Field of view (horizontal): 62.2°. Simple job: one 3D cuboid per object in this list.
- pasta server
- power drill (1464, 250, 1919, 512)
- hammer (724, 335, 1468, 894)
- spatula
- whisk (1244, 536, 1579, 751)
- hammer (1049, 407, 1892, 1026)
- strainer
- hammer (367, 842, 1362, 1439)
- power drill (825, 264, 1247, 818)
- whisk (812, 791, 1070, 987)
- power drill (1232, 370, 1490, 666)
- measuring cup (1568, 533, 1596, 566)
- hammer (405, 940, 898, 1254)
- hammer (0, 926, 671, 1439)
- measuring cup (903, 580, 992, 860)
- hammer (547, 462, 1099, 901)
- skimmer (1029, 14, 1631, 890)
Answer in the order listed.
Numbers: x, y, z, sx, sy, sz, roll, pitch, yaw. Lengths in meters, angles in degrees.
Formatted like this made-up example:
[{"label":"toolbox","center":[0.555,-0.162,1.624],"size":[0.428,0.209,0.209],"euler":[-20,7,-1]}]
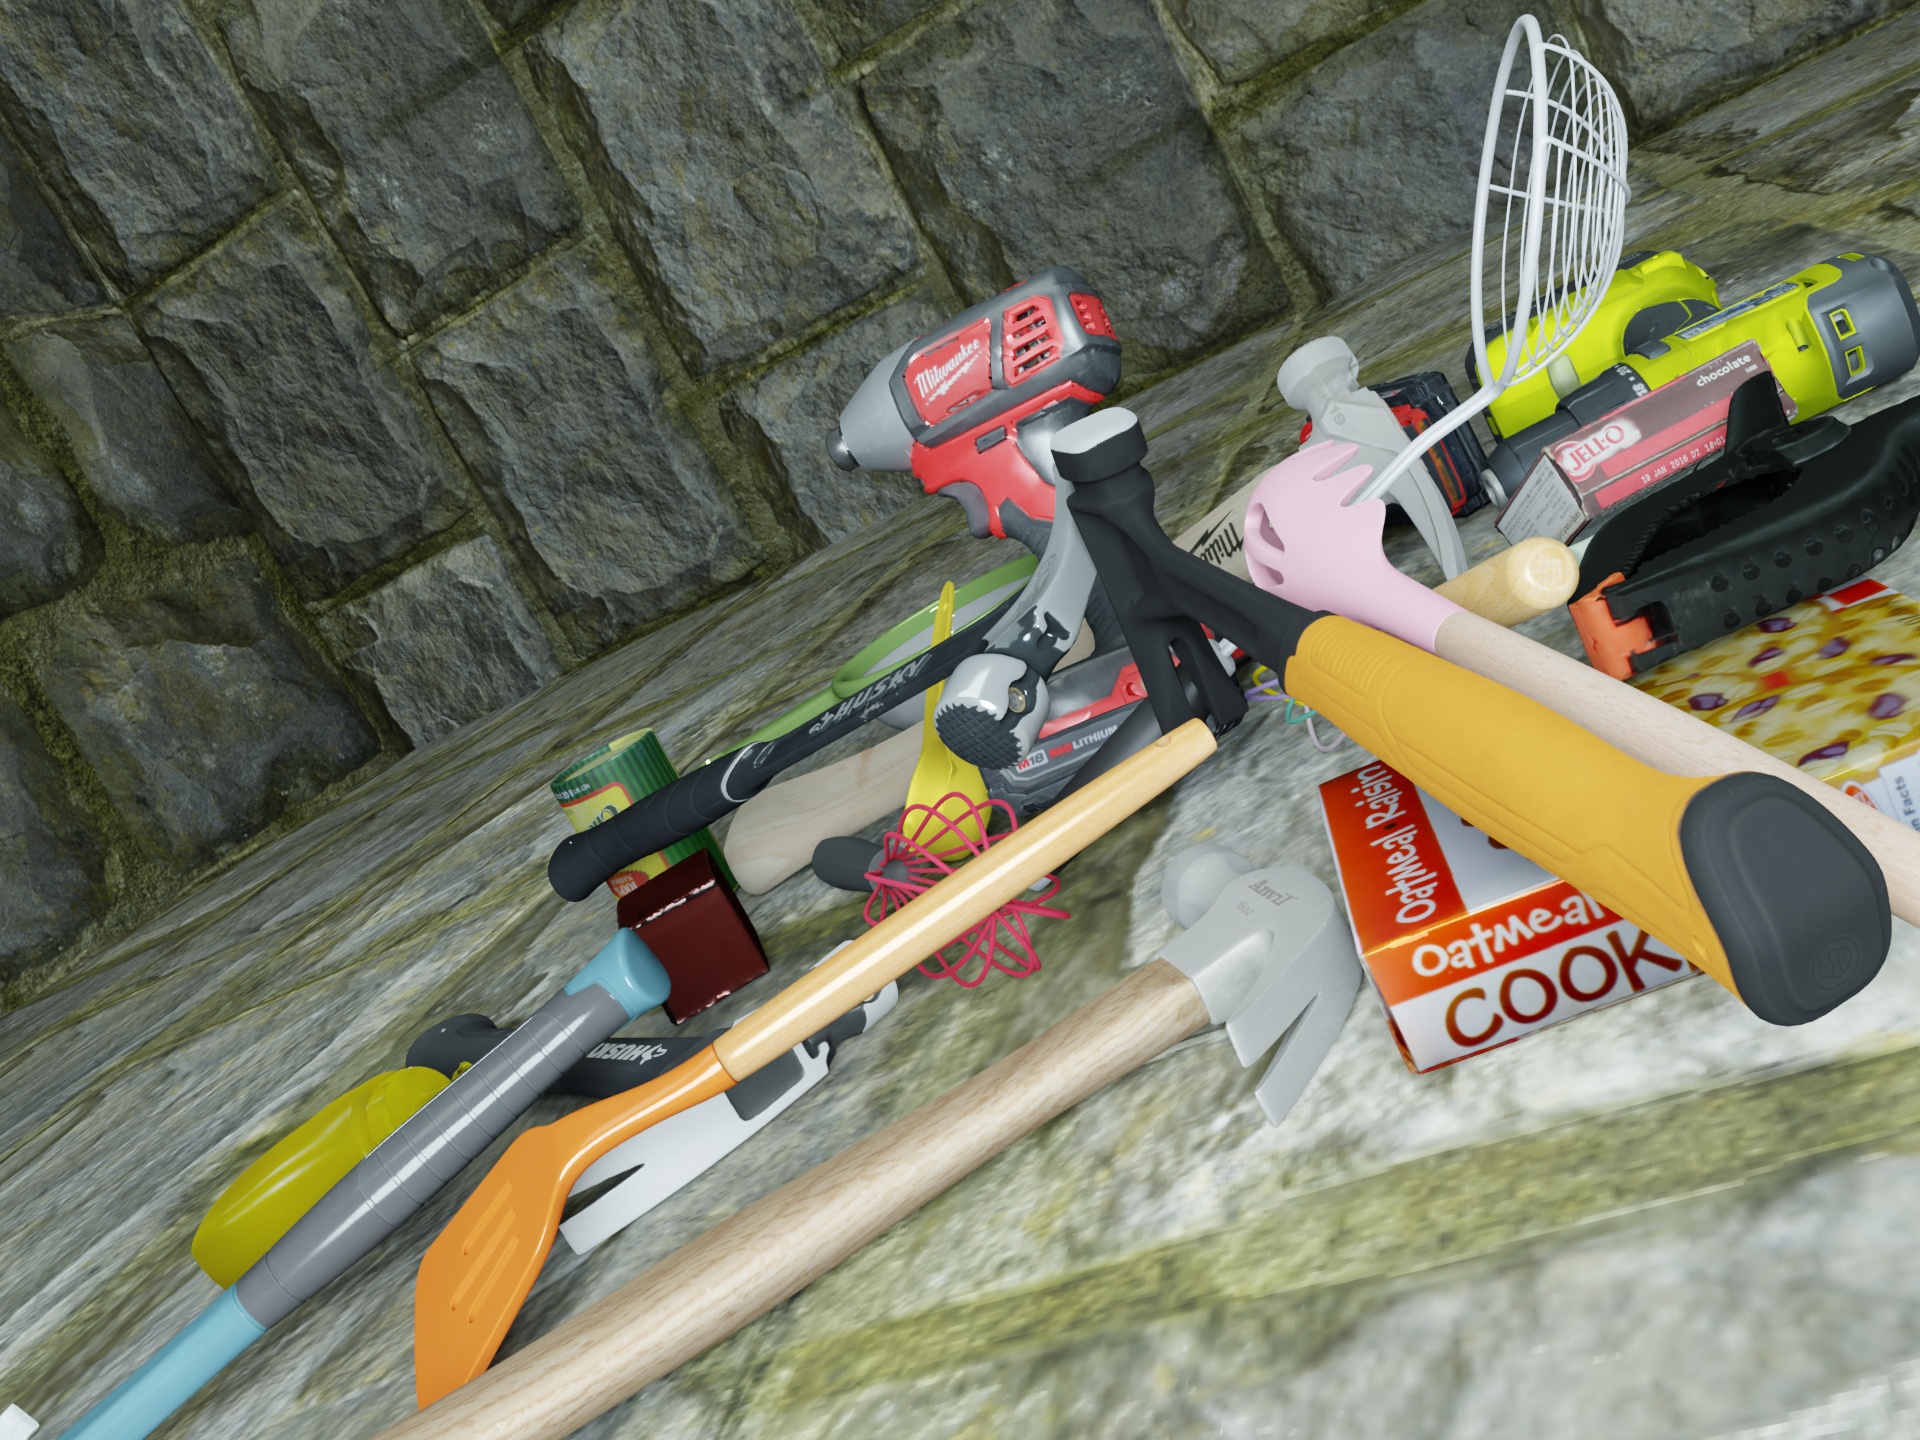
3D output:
[{"label":"pasta server","center":[0.150,-0.014,0.408],"size":[0.040,0.060,0.316],"euler":[-11,24,-15]},{"label":"power drill","center":[0.340,-0.173,0.812],"size":[0.190,0.080,0.229],"euler":[-25,15,11]},{"label":"hammer","center":[0.047,-0.015,0.793],"size":[0.410,0.146,0.038],"euler":[-33,-25,20]},{"label":"spatula","center":[-0.050,0.100,0.506],"size":[0.322,0.041,0.081],"euler":[-34,30,-4]},{"label":"whisk","center":[0.155,-0.026,0.559],"size":[0.051,0.047,0.245],"euler":[-44,-2,-9]},{"label":"hammer","center":[0.107,-0.004,0.425],"size":[0.034,0.127,0.337],"euler":[-27,22,-6]},{"label":"strainer","center":[-0.040,-0.005,0.925],"size":[0.256,0.069,0.151],"euler":[-31,12,8]},{"label":"hammer","center":[-0.031,0.137,0.450],"size":[0.331,0.031,0.130],"euler":[-30,12,-9]},{"label":"power drill","center":[0.030,-0.076,0.718],"size":[0.143,0.220,0.078],"euler":[-22,-1,25]},{"label":"whisk","center":[-0.024,0.065,0.668],"size":[0.073,0.073,0.296],"euler":[-31,6,-15]},{"label":"power drill","center":[0.166,-0.100,0.903],"size":[0.226,0.080,0.188],"euler":[-34,13,-15]},{"label":"measuring cup","center":[0.290,-0.069,0.592],"size":[0.167,0.038,0.083],"euler":[-28,11,-34]},{"label":"hammer","center":[-0.173,0.153,0.690],"size":[0.146,0.035,0.335],"euler":[-36,14,-36]},{"label":"hammer","center":[-0.233,0.193,0.550],"size":[0.331,0.033,0.128],"euler":[-42,15,-16]},{"label":"measuring cup","center":[-0.001,-0.002,0.775],"size":[0.062,0.029,0.157],"euler":[129,152,-51]},{"label":"hammer","center":[-0.083,0.012,0.712],"size":[0.409,0.036,0.149],"euler":[-27,28,46]},{"label":"skimmer","center":[0.117,-0.088,0.608],"size":[0.363,0.090,0.127],"euler":[-49,1,15]}]
